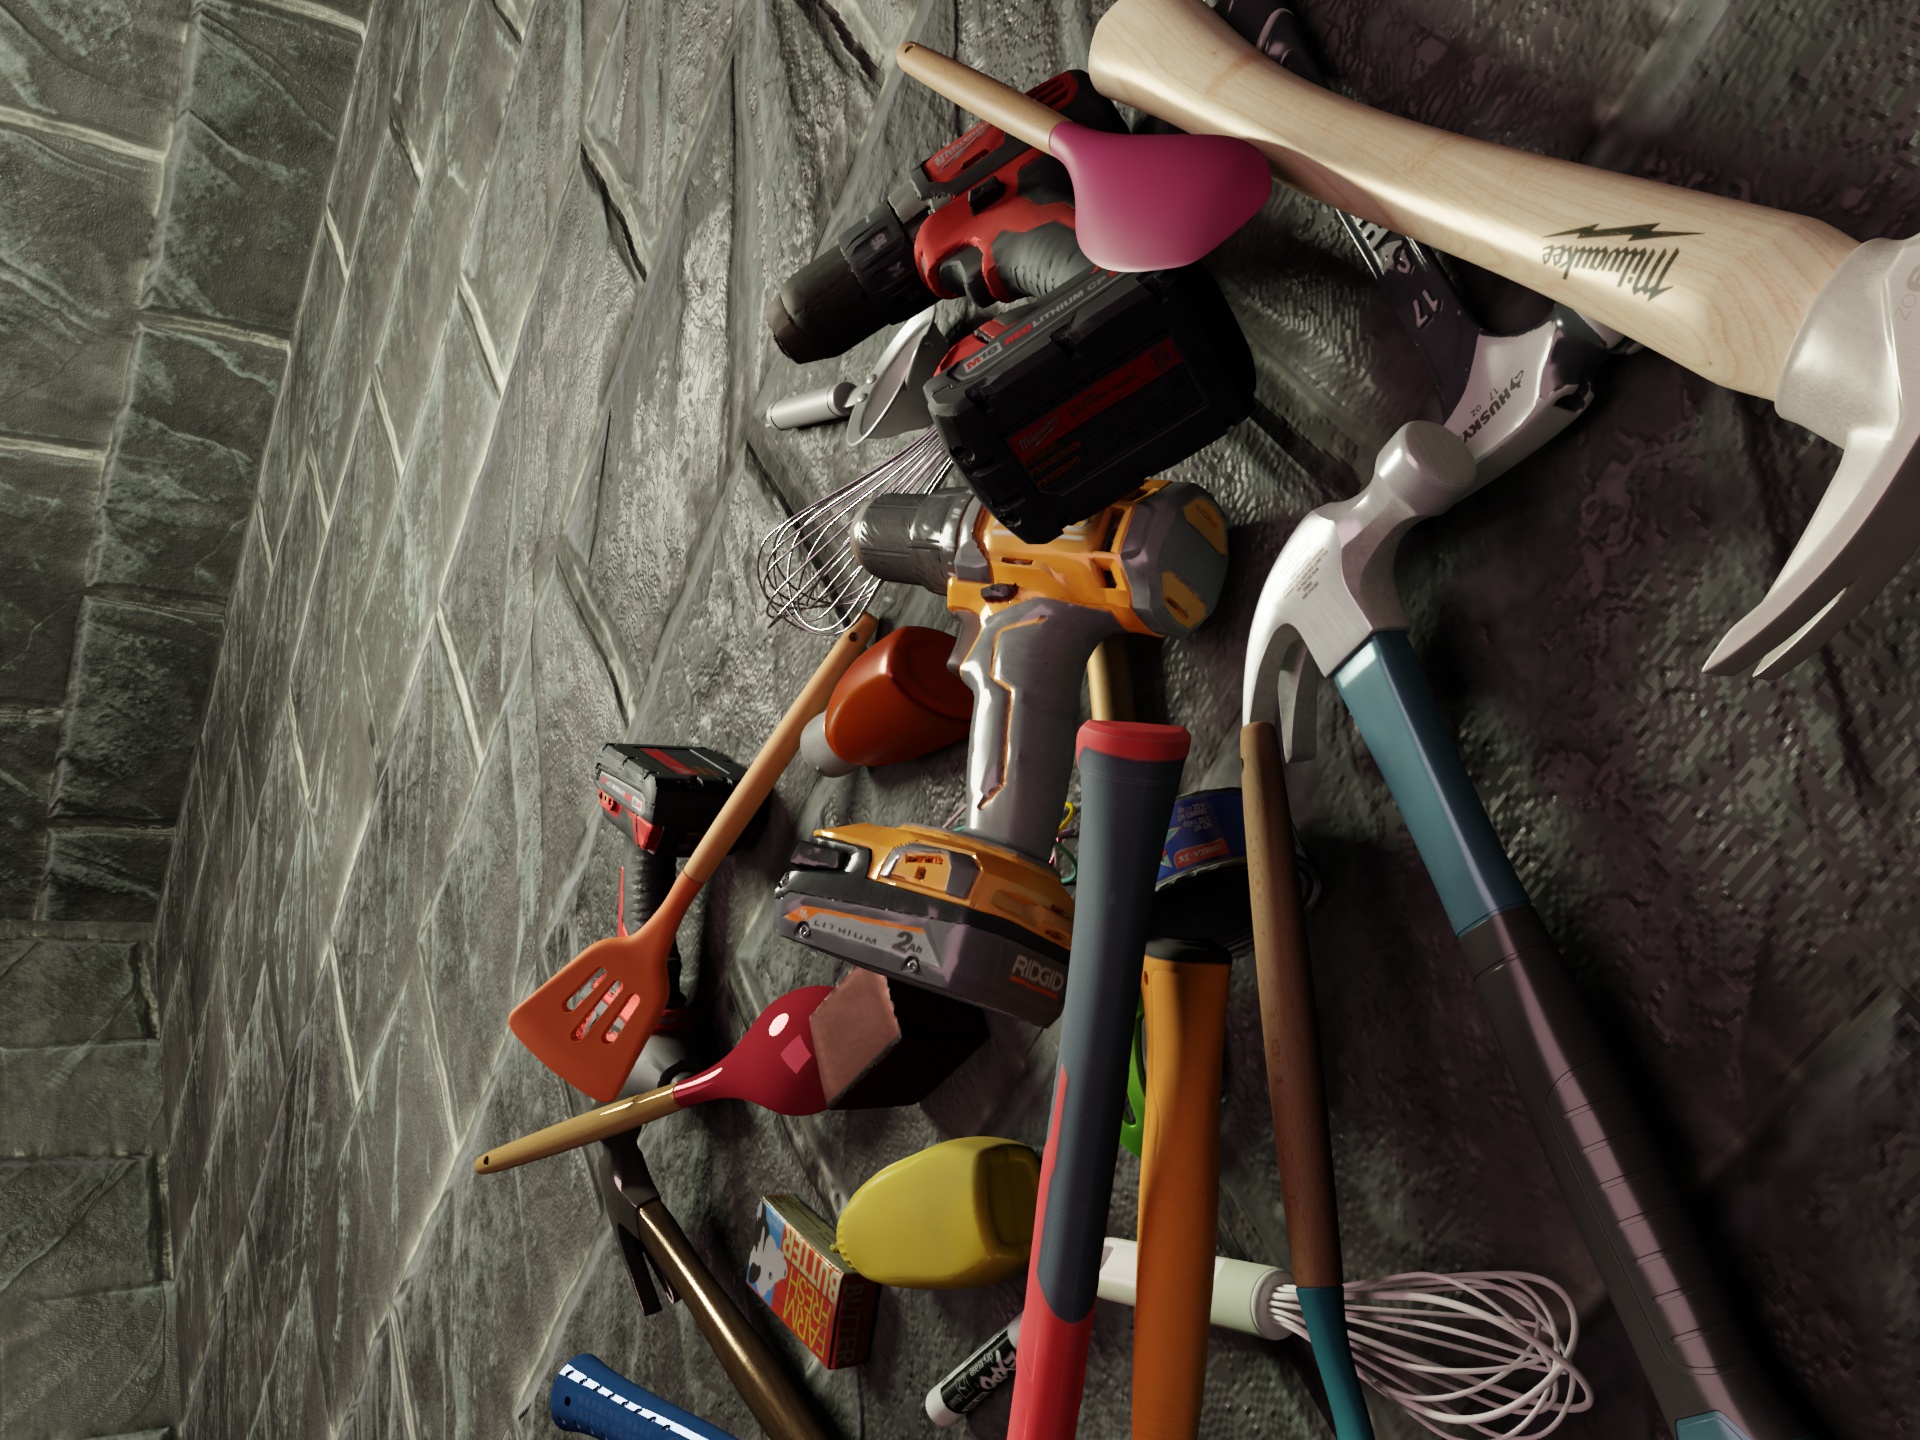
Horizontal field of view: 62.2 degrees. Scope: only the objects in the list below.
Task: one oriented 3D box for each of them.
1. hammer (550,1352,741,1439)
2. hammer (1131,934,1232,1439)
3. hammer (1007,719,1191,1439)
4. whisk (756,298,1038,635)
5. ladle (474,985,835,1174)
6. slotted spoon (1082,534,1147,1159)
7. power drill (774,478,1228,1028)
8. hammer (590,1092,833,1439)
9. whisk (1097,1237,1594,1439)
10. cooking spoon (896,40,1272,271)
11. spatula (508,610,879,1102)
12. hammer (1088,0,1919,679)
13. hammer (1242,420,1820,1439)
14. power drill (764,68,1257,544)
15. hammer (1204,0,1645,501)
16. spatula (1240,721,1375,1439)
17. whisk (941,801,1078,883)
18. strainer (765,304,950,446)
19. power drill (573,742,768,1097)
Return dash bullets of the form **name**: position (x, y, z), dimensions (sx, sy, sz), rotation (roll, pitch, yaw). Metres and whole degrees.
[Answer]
- **hammer**: position (-0.075, 0.376, 0.768), dimensions (0.406, 0.035, 0.144), rotation (0, 83, 45)
- **hammer**: position (0.071, 0.244, 0.545), dimensions (0.127, 0.034, 0.337), rotation (147, 127, -84)
- **hammer**: position (0.038, 0.192, 0.538), dimensions (0.143, 0.038, 0.386), rotation (-121, 37, -75)
- **whisk**: position (-0.017, -0.131, 0.808), dimensions (0.284, 0.070, 0.070), rotation (-41, 52, 37)
- **ladle**: position (-0.178, 0.221, 0.919), dimensions (0.315, 0.031, 0.069), rotation (-25, 61, 30)
- **slotted spoon**: position (0.068, 0.031, 0.685), dimensions (0.070, 0.031, 0.314), rotation (-23, 64, 47)
- **power drill**: position (-0.001, -0.002, 0.678), dimensions (0.185, 0.084, 0.226), rotation (10, 76, 39)
- **hammer**: position (-0.126, 0.350, 0.890), dimensions (0.332, 0.031, 0.130), rotation (34, 134, 47)
- **whisk**: position (0.118, 0.208, 0.565), dimensions (0.058, 0.059, 0.246), rotation (-54, 18, -27)
- **cooking spoon**: position (0.032, -0.246, 0.658), dimensions (0.069, 0.017, 0.319), rotation (-40, 38, 3)
- **spatula**: position (-0.142, 0.072, 0.910), dimensions (0.081, 0.041, 0.322), rotation (37, 102, 9)
- **hammer**: position (0.148, -0.170, 0.526), dimensions (0.411, 0.038, 0.146), rotation (51, 129, 49)
- **hammer**: position (0.173, 0.075, 0.494), dimensions (0.128, 0.033, 0.331), rotation (-53, 48, 50)
- **power drill**: position (0.010, -0.175, 0.679), dimensions (0.188, 0.080, 0.227), rotation (-31, 42, 11)
- **hammer**: position (0.130, -0.251, 0.634), dimensions (0.149, 0.036, 0.409), rotation (-50, 45, 41)
- **spatula**: position (0.101, 0.154, 0.509), dimensions (0.082, 0.044, 0.318), rotation (84, -177, -74)
- **whisk**: position (-0.015, 0.073, 0.796), dimensions (0.245, 0.051, 0.047), rotation (-22, 46, 57)
- **strainer**: position (-0.060, -0.183, 0.901), dimensions (0.258, 0.050, 0.087), rotation (9, 71, 62)
- **power drill**: position (-0.189, 0.133, 1.009), dimensions (0.143, 0.078, 0.219), rotation (23, 106, 55)
